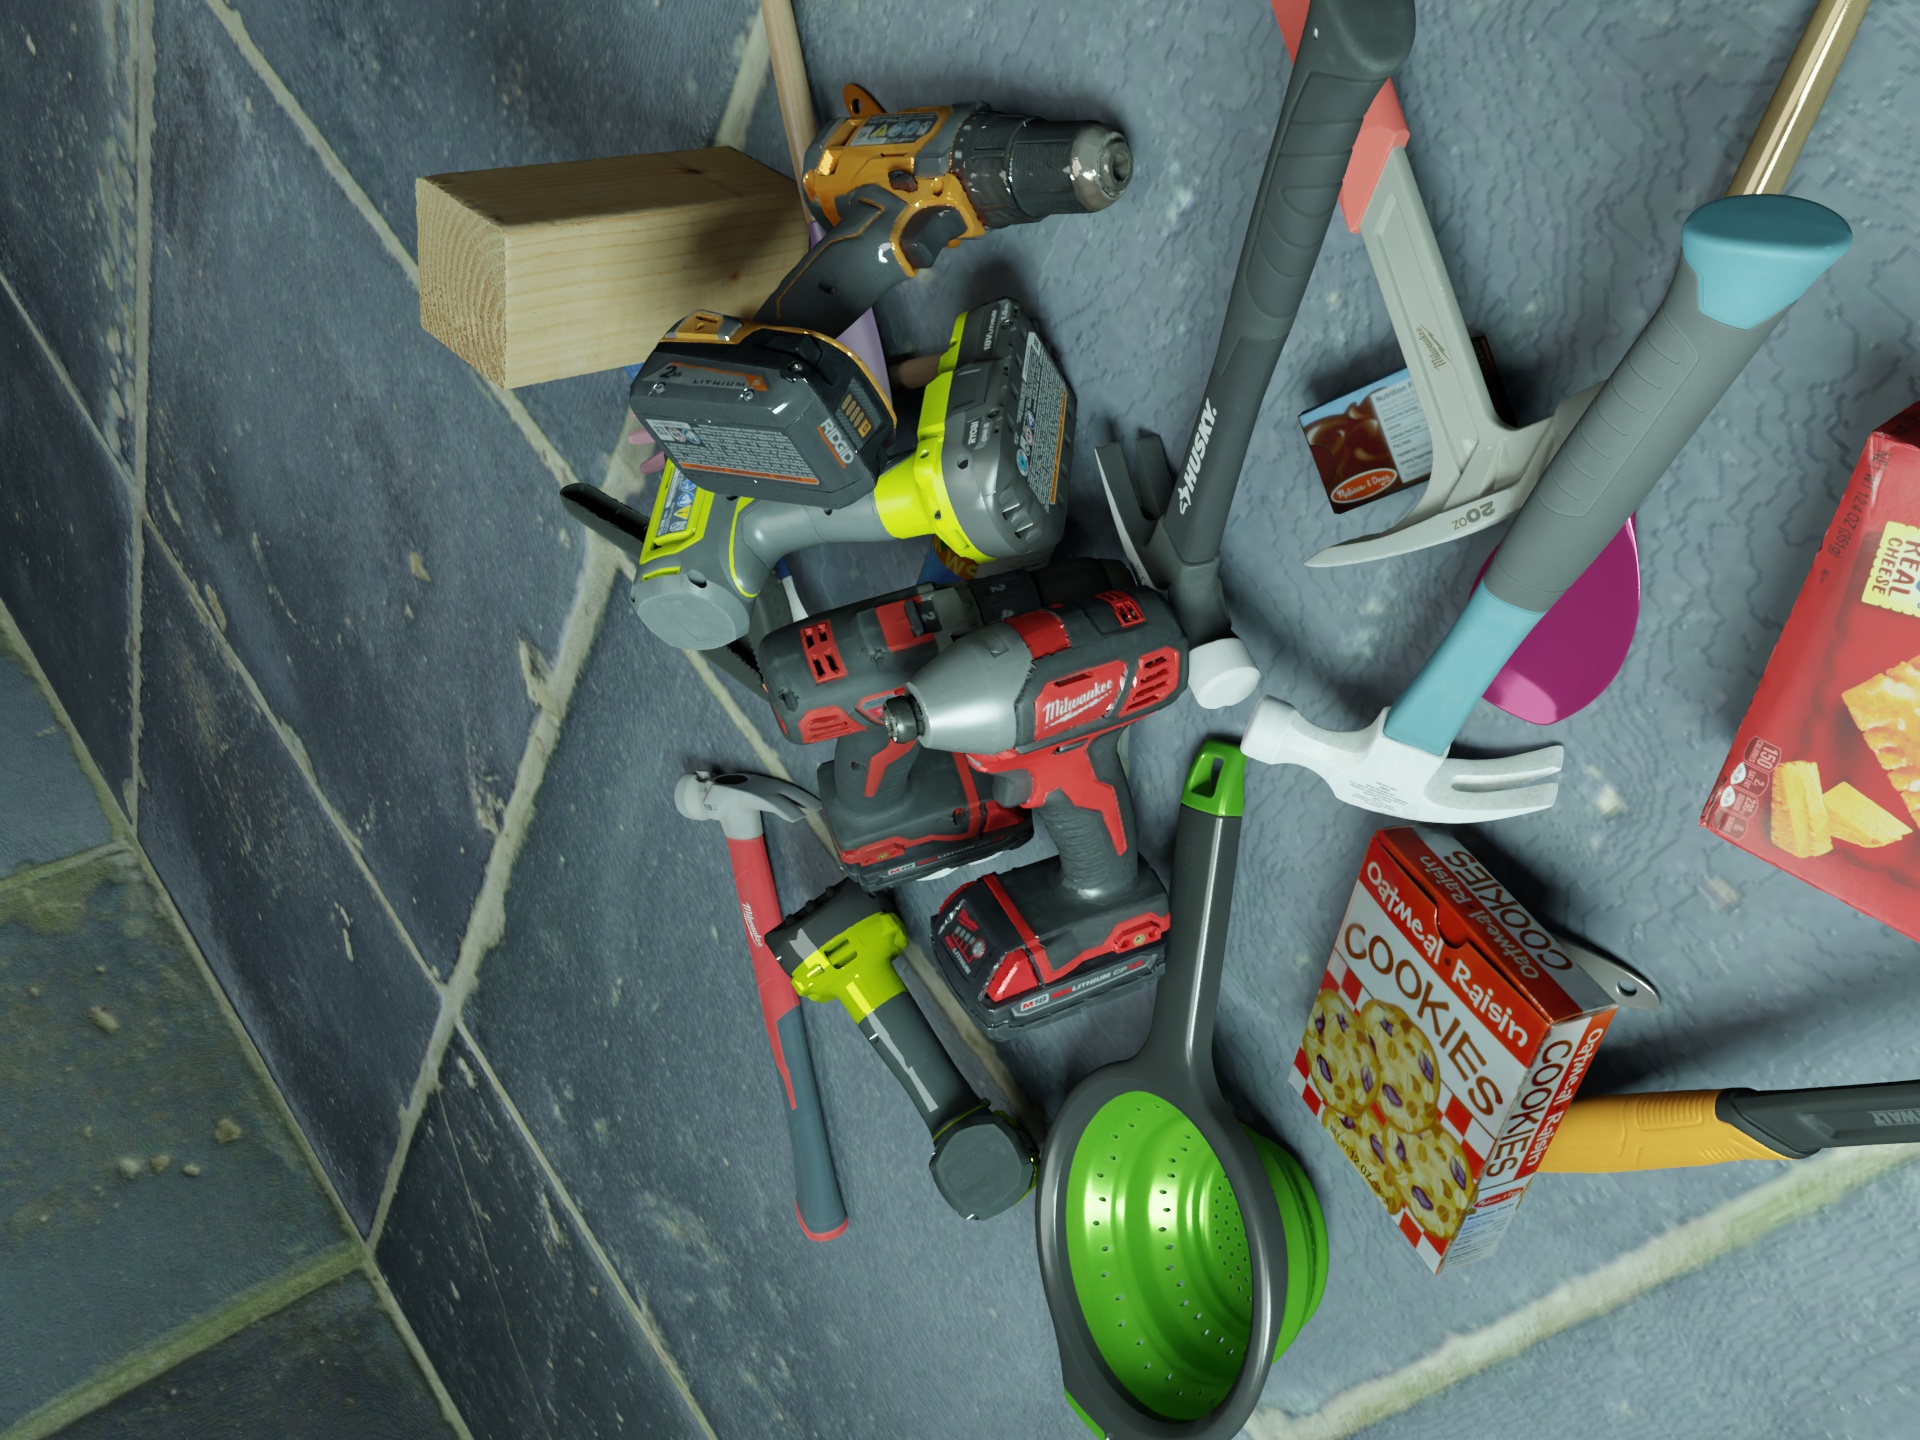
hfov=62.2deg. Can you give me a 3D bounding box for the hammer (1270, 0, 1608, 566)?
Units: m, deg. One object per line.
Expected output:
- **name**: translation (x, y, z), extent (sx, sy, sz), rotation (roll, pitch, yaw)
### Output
- **hammer**: translation (0.149, -0.246, 0.640), extent (0.149, 0.036, 0.359), rotation (-22, 86, 50)

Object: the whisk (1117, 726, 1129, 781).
- **whisk**: translation (0.081, 0.050, 0.889), extent (0.059, 0.058, 0.246), rotation (6, 114, 10)

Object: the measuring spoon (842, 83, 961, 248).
- **measuring spoon**: translation (-0.034, -0.303, 0.868), extent (0.117, 0.011, 0.021), rotation (56, 140, 13)

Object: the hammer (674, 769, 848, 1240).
- **hammer**: translation (-0.126, 0.227, 1.209), extent (0.143, 0.038, 0.386), rotation (7, 113, 45)

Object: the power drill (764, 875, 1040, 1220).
- **power drill**: translation (-0.027, 0.216, 1.028), extent (0.223, 0.080, 0.171), rotation (55, 177, 15)

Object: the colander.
- **colander**: translation (0.144, 0.208, 0.867), extent (0.205, 0.094, 0.397), rotation (18, 104, 58)

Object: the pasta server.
- **pasta server**: translation (-0.104, -0.192, 0.981), extent (0.316, 0.040, 0.060), rotation (-2, 113, 48)

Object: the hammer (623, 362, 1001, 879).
- **hammer**: translation (-0.114, -0.075, 1.016), extent (0.144, 0.035, 0.405), rotation (-25, 95, 51)

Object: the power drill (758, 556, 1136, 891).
- **power drill**: translation (-0.001, -0.003, 0.848), extent (0.226, 0.188, 0.080), rotation (86, 166, -62)

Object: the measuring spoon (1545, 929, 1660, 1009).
- **measuring spoon**: translation (0.262, 0.097, 0.731), extent (0.124, 0.018, 0.034), rotation (28, 129, 29)

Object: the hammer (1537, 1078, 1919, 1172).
- **hammer**: translation (0.311, 0.169, 0.643), extent (0.127, 0.034, 0.337), rotation (55, 152, -1)

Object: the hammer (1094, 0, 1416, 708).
- **hammer**: translation (0.116, -0.155, 0.650), extent (0.334, 0.035, 0.146), rotation (98, 156, -56)

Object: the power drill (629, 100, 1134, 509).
- **power drill**: translation (-0.034, -0.210, 0.766), extent (0.185, 0.226, 0.084), rotation (13, 152, 37)

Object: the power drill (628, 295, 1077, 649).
- **power drill**: translation (-0.060, -0.142, 0.838), extent (0.228, 0.191, 0.080), rotation (-9, 144, 26)

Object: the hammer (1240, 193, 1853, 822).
- **hammer**: translation (0.215, -0.058, 0.600), extent (0.128, 0.033, 0.330), rotation (22, 145, 4)

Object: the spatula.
- **spatula**: translation (-0.086, -0.307, 0.901), extent (0.060, 0.018, 0.316), rotation (-5, 99, 40)

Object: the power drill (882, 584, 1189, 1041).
- **power drill**: translation (0.037, 0.045, 0.774), extent (0.079, 0.143, 0.219), rotation (-128, 27, -48)

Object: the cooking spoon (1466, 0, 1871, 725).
- **cooking spoon**: translation (0.268, -0.130, 0.605), extent (0.069, 0.017, 0.318), rotation (32, 130, 24)
